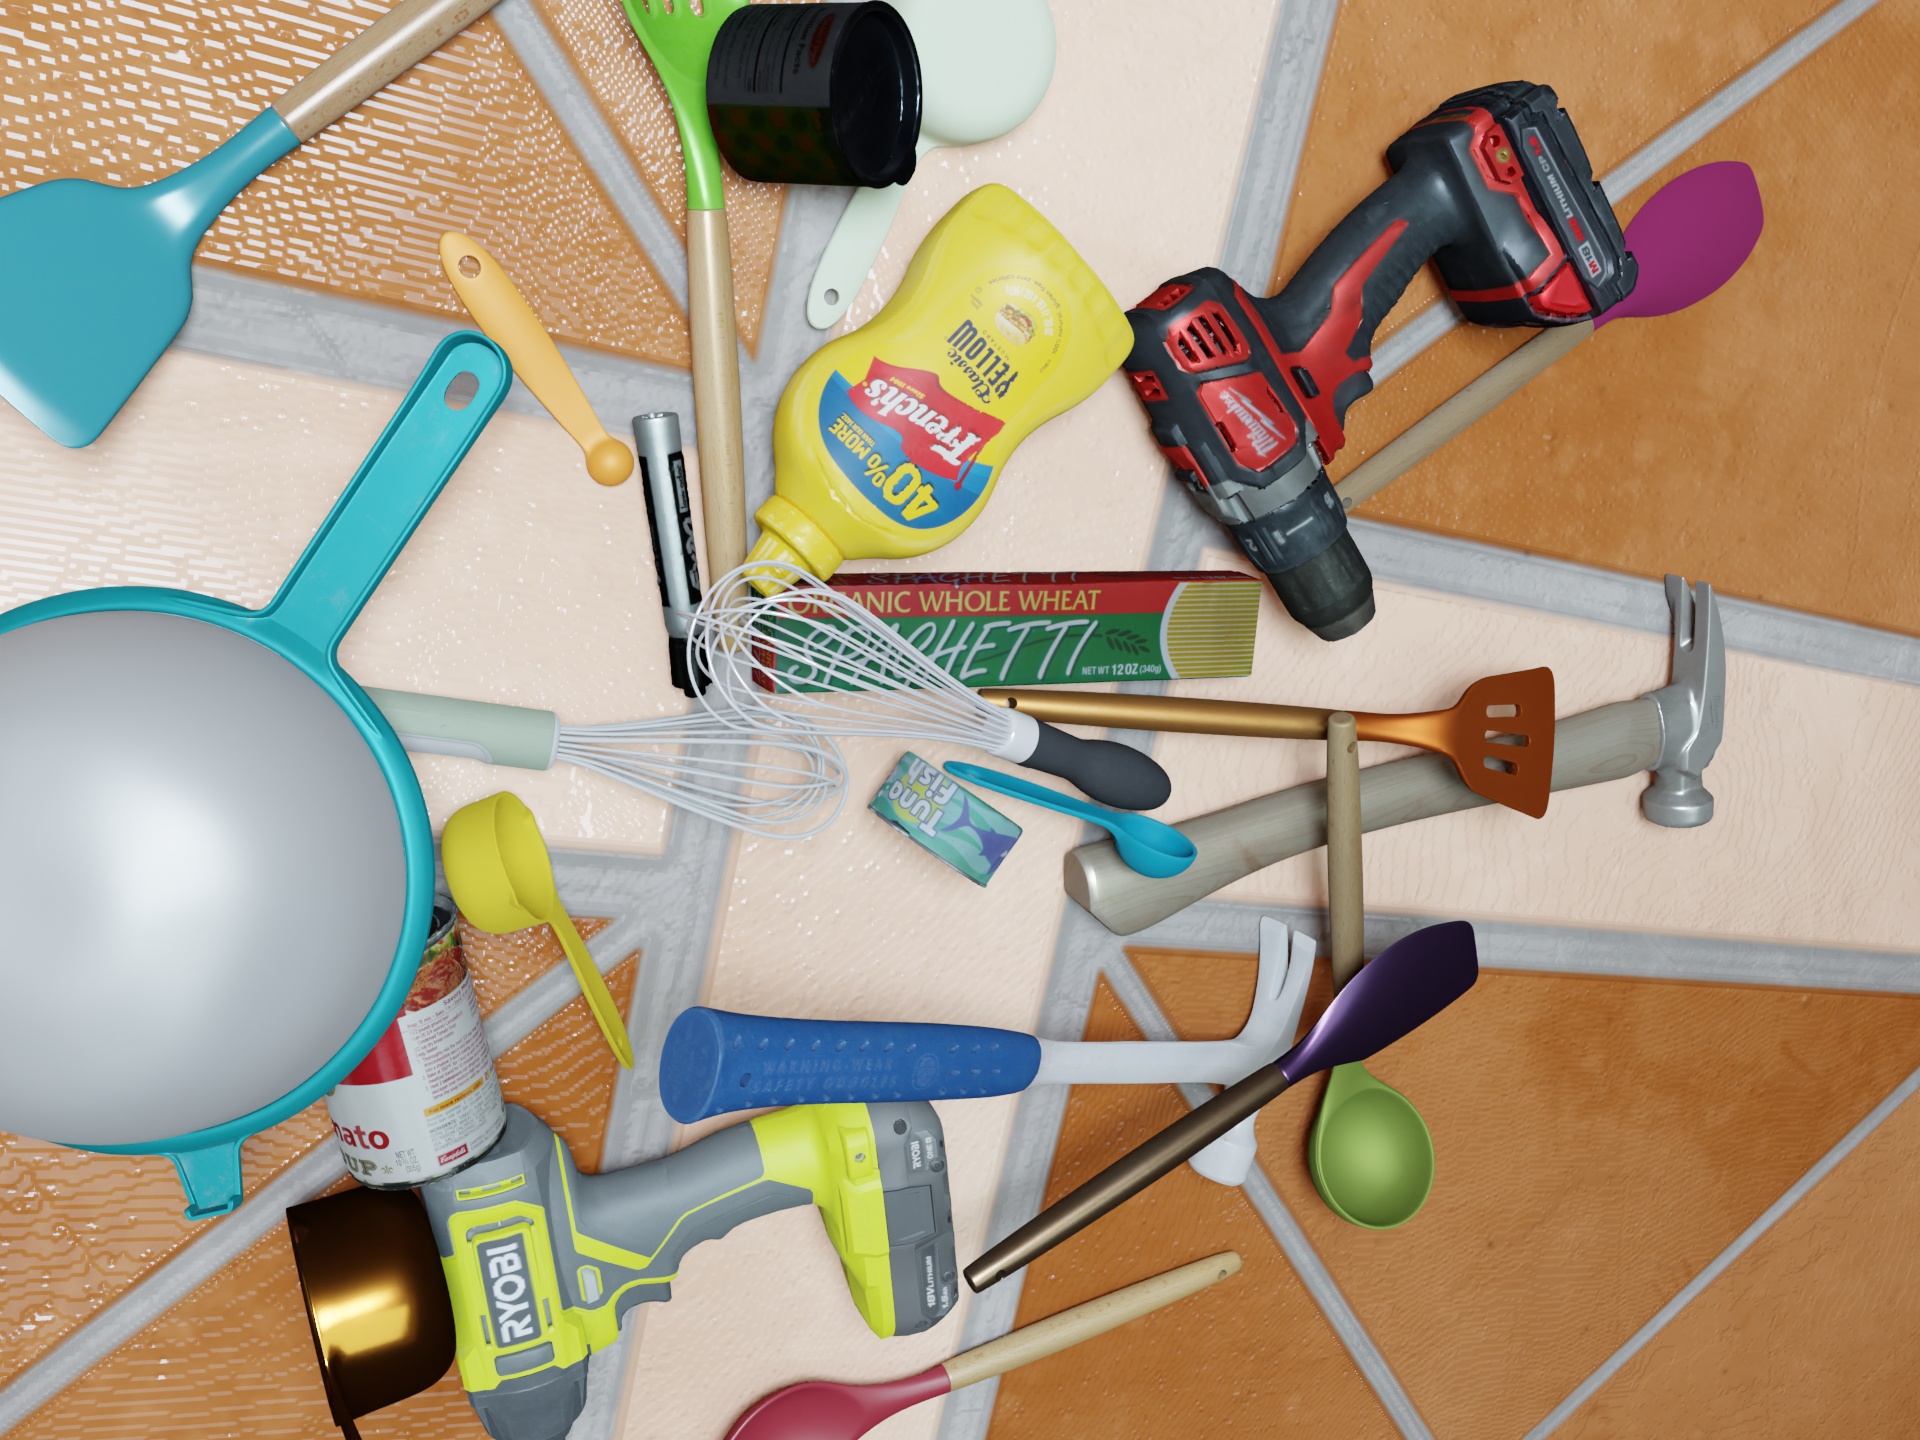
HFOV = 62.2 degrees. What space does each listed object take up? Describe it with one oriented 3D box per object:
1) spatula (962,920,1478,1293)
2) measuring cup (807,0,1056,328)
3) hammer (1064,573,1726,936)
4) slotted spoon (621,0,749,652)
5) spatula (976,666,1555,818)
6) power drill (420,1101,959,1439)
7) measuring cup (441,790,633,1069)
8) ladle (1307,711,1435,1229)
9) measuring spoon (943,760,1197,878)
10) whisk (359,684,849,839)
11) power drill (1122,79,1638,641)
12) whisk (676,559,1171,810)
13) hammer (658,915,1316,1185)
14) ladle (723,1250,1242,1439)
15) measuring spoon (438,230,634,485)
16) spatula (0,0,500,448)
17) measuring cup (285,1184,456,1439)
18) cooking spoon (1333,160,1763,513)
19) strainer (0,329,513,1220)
[{"bbox_3d":[0.135,0.185,0.775,0.316,0.018,0.059,-28,120,-19],"label":"spatula"},{"bbox_3d":[-0.017,-0.236,0.652,0.083,0.038,0.167,26,91,-28],"label":"measuring cup"},{"bbox_3d":[0.244,0.028,0.850,0.410,0.038,0.146,-13,108,-20],"label":"hammer"},{"bbox_3d":[-0.102,-0.178,0.637,0.070,0.031,0.313,-24,120,-47],"label":"slotted spoon"},{"bbox_3d":[0.163,0.002,0.790,0.322,0.041,0.081,4,88,-13],"label":"spatula"},{"bbox_3d":[-0.120,0.243,0.730,0.223,0.080,0.171,-11,108,-17],"label":"power drill"},{"bbox_3d":[-0.179,0.099,0.680,0.029,0.062,0.156,-16,124,1],"label":"measuring cup"},{"bbox_3d":[0.211,0.138,0.828,0.078,0.062,0.320,-26,124,-25],"label":"ladle"},{"bbox_3d":[0.050,0.049,0.758,0.128,0.042,0.021,19,108,-4],"label":"measuring spoon"},{"bbox_3d":[-0.162,0.011,0.659,0.246,0.058,0.059,8,67,-22],"label":"whisk"},{"bbox_3d":[0.200,-0.165,0.745,0.226,0.080,0.187,-37,110,-6],"label":"power drill"},{"bbox_3d":[-0.002,-0.002,0.690,0.284,0.070,0.070,21,96,-41],"label":"whisk"},{"bbox_3d":[0.038,0.150,0.724,0.405,0.035,0.144,13,98,-47],"label":"hammer"},{"bbox_3d":[0.016,0.340,0.845,0.315,0.031,0.069,-13,113,-22],"label":"ladle"},{"bbox_3d":[-0.167,-0.141,0.629,0.021,0.011,0.116,-38,117,-10],"label":"measuring spoon"},{"bbox_3d":[-0.217,-0.226,0.564,0.317,0.044,0.082,-42,115,-9],"label":"spatula"},{"bbox_3d":[-0.216,0.248,0.614,0.052,0.174,0.095,-14,118,-29],"label":"measuring cup"},{"bbox_3d":[0.304,-0.192,0.822,0.319,0.017,0.068,-36,116,-11],"label":"cooking spoon"},{"bbox_3d":[-0.262,0.007,0.542,0.211,0.095,0.340,34,92,-6],"label":"strainer"}]
